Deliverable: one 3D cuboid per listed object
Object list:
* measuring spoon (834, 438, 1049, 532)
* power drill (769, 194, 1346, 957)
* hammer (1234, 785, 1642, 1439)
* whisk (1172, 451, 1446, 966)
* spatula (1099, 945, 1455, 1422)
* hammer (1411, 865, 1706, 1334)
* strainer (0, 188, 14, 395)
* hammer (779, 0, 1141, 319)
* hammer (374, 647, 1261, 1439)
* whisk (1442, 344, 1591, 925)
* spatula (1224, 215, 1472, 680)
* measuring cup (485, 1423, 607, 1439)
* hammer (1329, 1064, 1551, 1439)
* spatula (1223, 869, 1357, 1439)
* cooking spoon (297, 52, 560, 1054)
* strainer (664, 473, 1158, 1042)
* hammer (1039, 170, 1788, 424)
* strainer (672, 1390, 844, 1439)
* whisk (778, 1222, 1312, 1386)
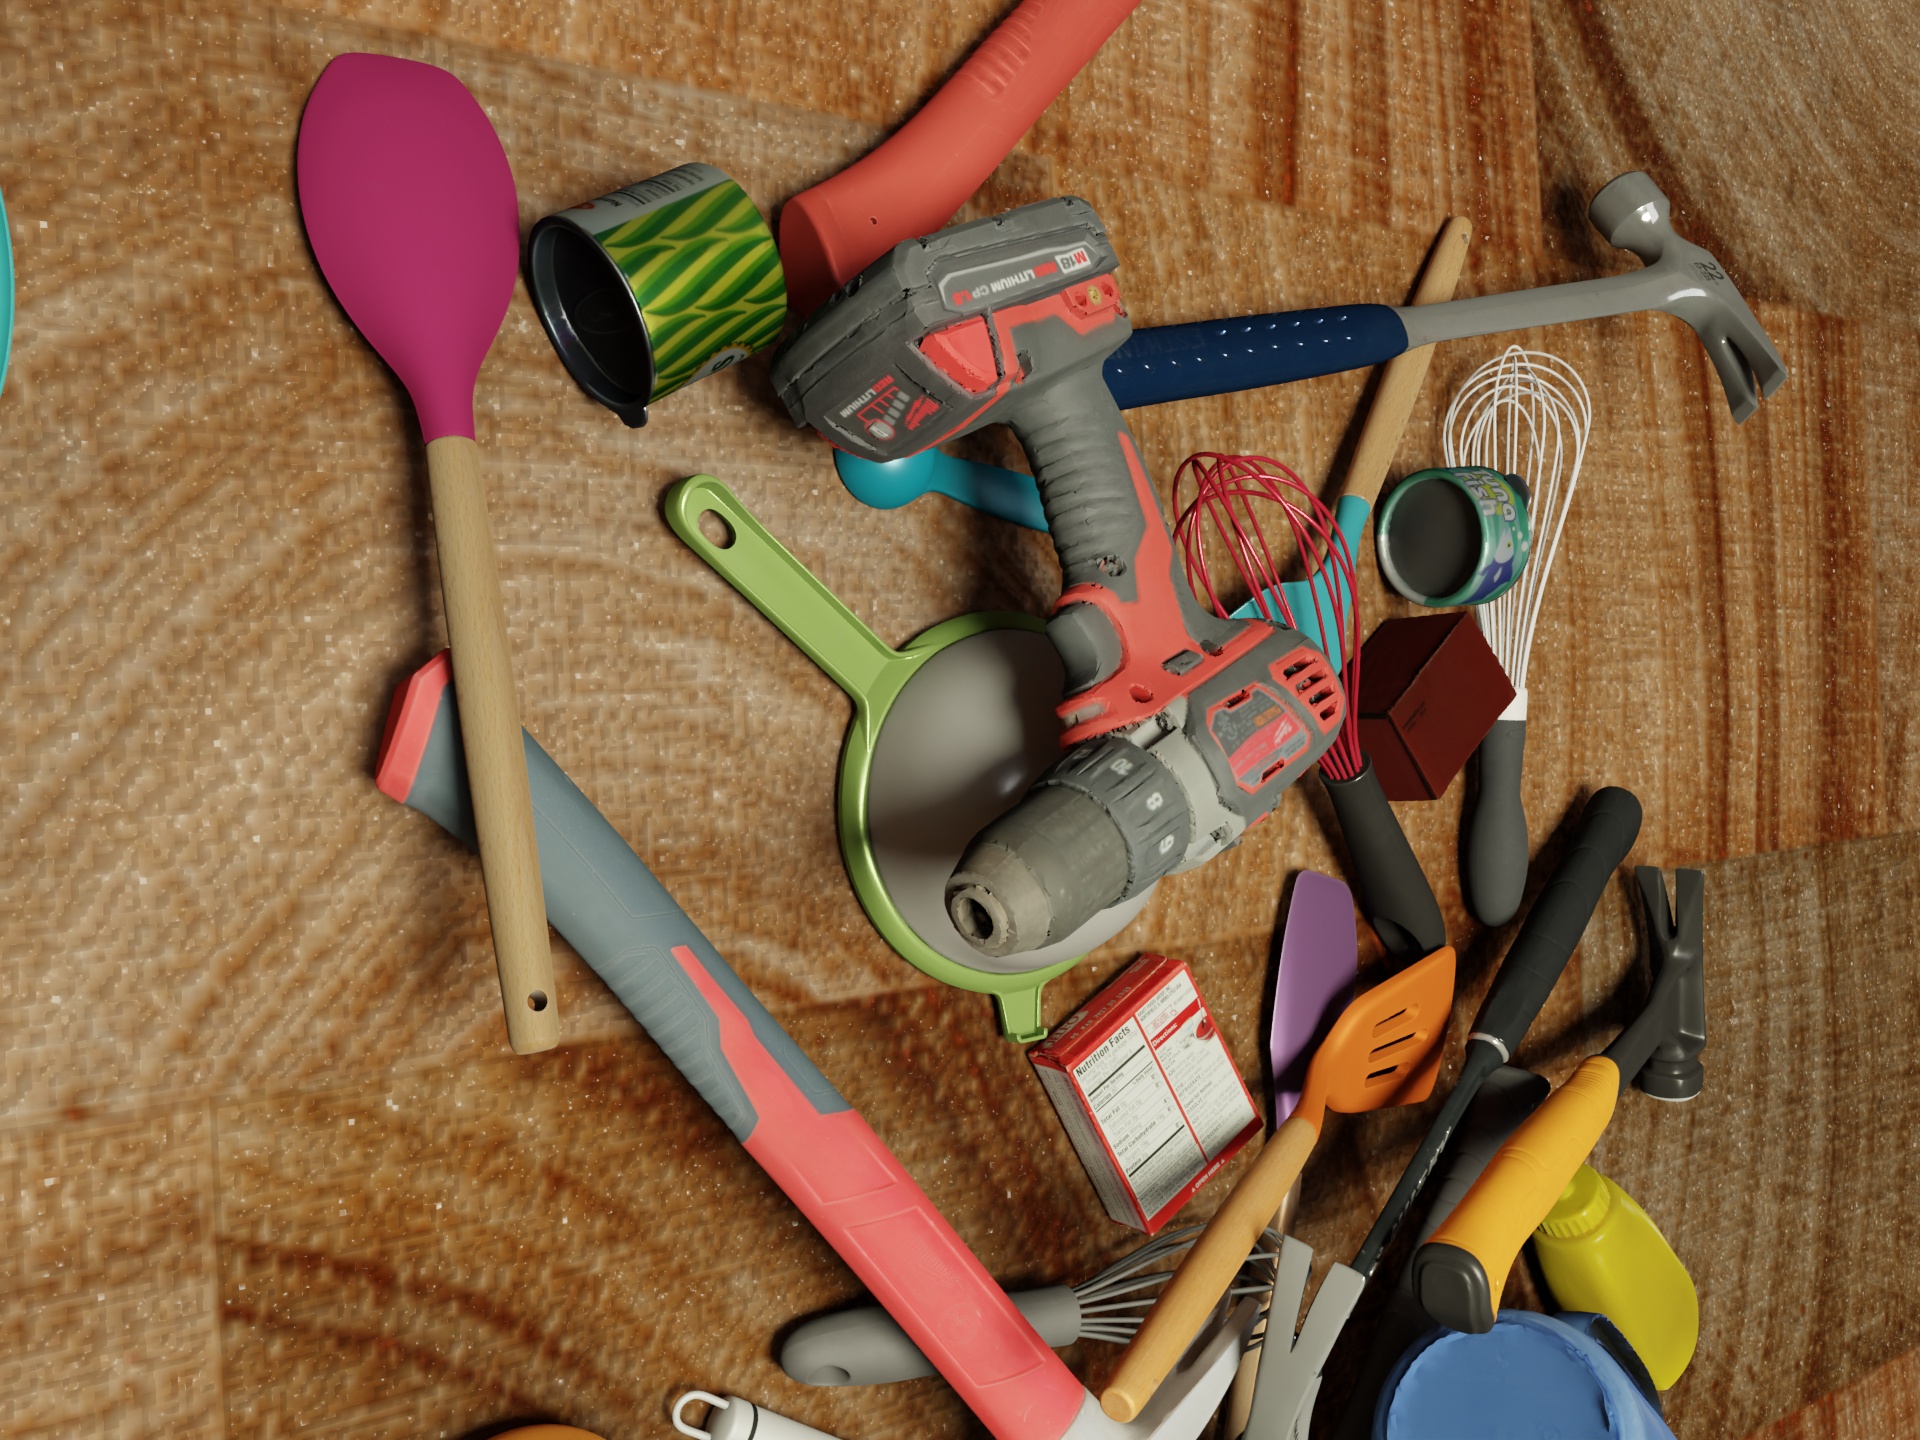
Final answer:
[{"bbox_3d":[0.011,-0.094,0.624,0.128,0.021,0.042,12,81,-32],"label":"measuring spoon"},{"bbox_3d":[0.027,-0.047,0.538,0.188,0.080,0.226,-31,94,-41],"label":"power drill"},{"bbox_3d":[0.227,0.154,0.708,0.409,0.036,0.149,-43,144,-39],"label":"hammer"},{"bbox_3d":[0.159,0.005,0.682,0.073,0.073,0.295,-48,125,-26],"label":"whisk"},{"bbox_3d":[0.135,0.176,0.625,0.322,0.041,0.081,-26,124,-57],"label":"spatula"},{"bbox_3d":[0.286,0.173,0.732,0.337,0.034,0.127,-20,108,-50],"label":"hammer"},{"bbox_3d":[-0.299,-0.147,0.375,0.210,0.095,0.340,50,61,-25],"label":"strainer"},{"bbox_3d":[0.049,-0.279,0.650,0.149,0.037,0.359,47,64,-24],"label":"hammer"},{"bbox_3d":[-0.045,0.125,0.540,0.143,0.038,0.386,-43,104,-23],"label":"hammer"},{"bbox_3d":[0.267,-0.041,0.779,0.070,0.070,0.284,1,92,-34],"label":"whisk"},{"bbox_3d":[0.182,-0.119,0.743,0.082,0.044,0.318,39,63,-26],"label":"spatula"},{"bbox_3d":[-0.112,0.297,0.511,0.095,0.052,0.173,-48,121,-26],"label":"measuring cup"},{"bbox_3d":[0.195,0.297,0.718,0.335,0.035,0.146,-54,128,-27],"label":"hammer"},{"bbox_3d":[0.141,0.224,0.703,0.059,0.018,0.316,21,76,-40],"label":"spatula"},{"bbox_3d":[-0.151,-0.060,0.482,0.068,0.017,0.319,-4,78,-34],"label":"cooking spoon"},{"bbox_3d":[-0.001,-0.002,0.584,0.256,0.069,0.151,44,66,-26],"label":"strainer"},{"bbox_3d":[0.204,-0.172,0.710,0.405,0.035,0.144,-14,64,-26],"label":"hammer"},{"bbox_3d":[0.000,0.299,0.593,0.258,0.050,0.087,34,85,-25],"label":"strainer"},{"bbox_3d":[0.041,0.230,0.618,0.238,0.055,0.055,3,86,-30],"label":"whisk"}]
